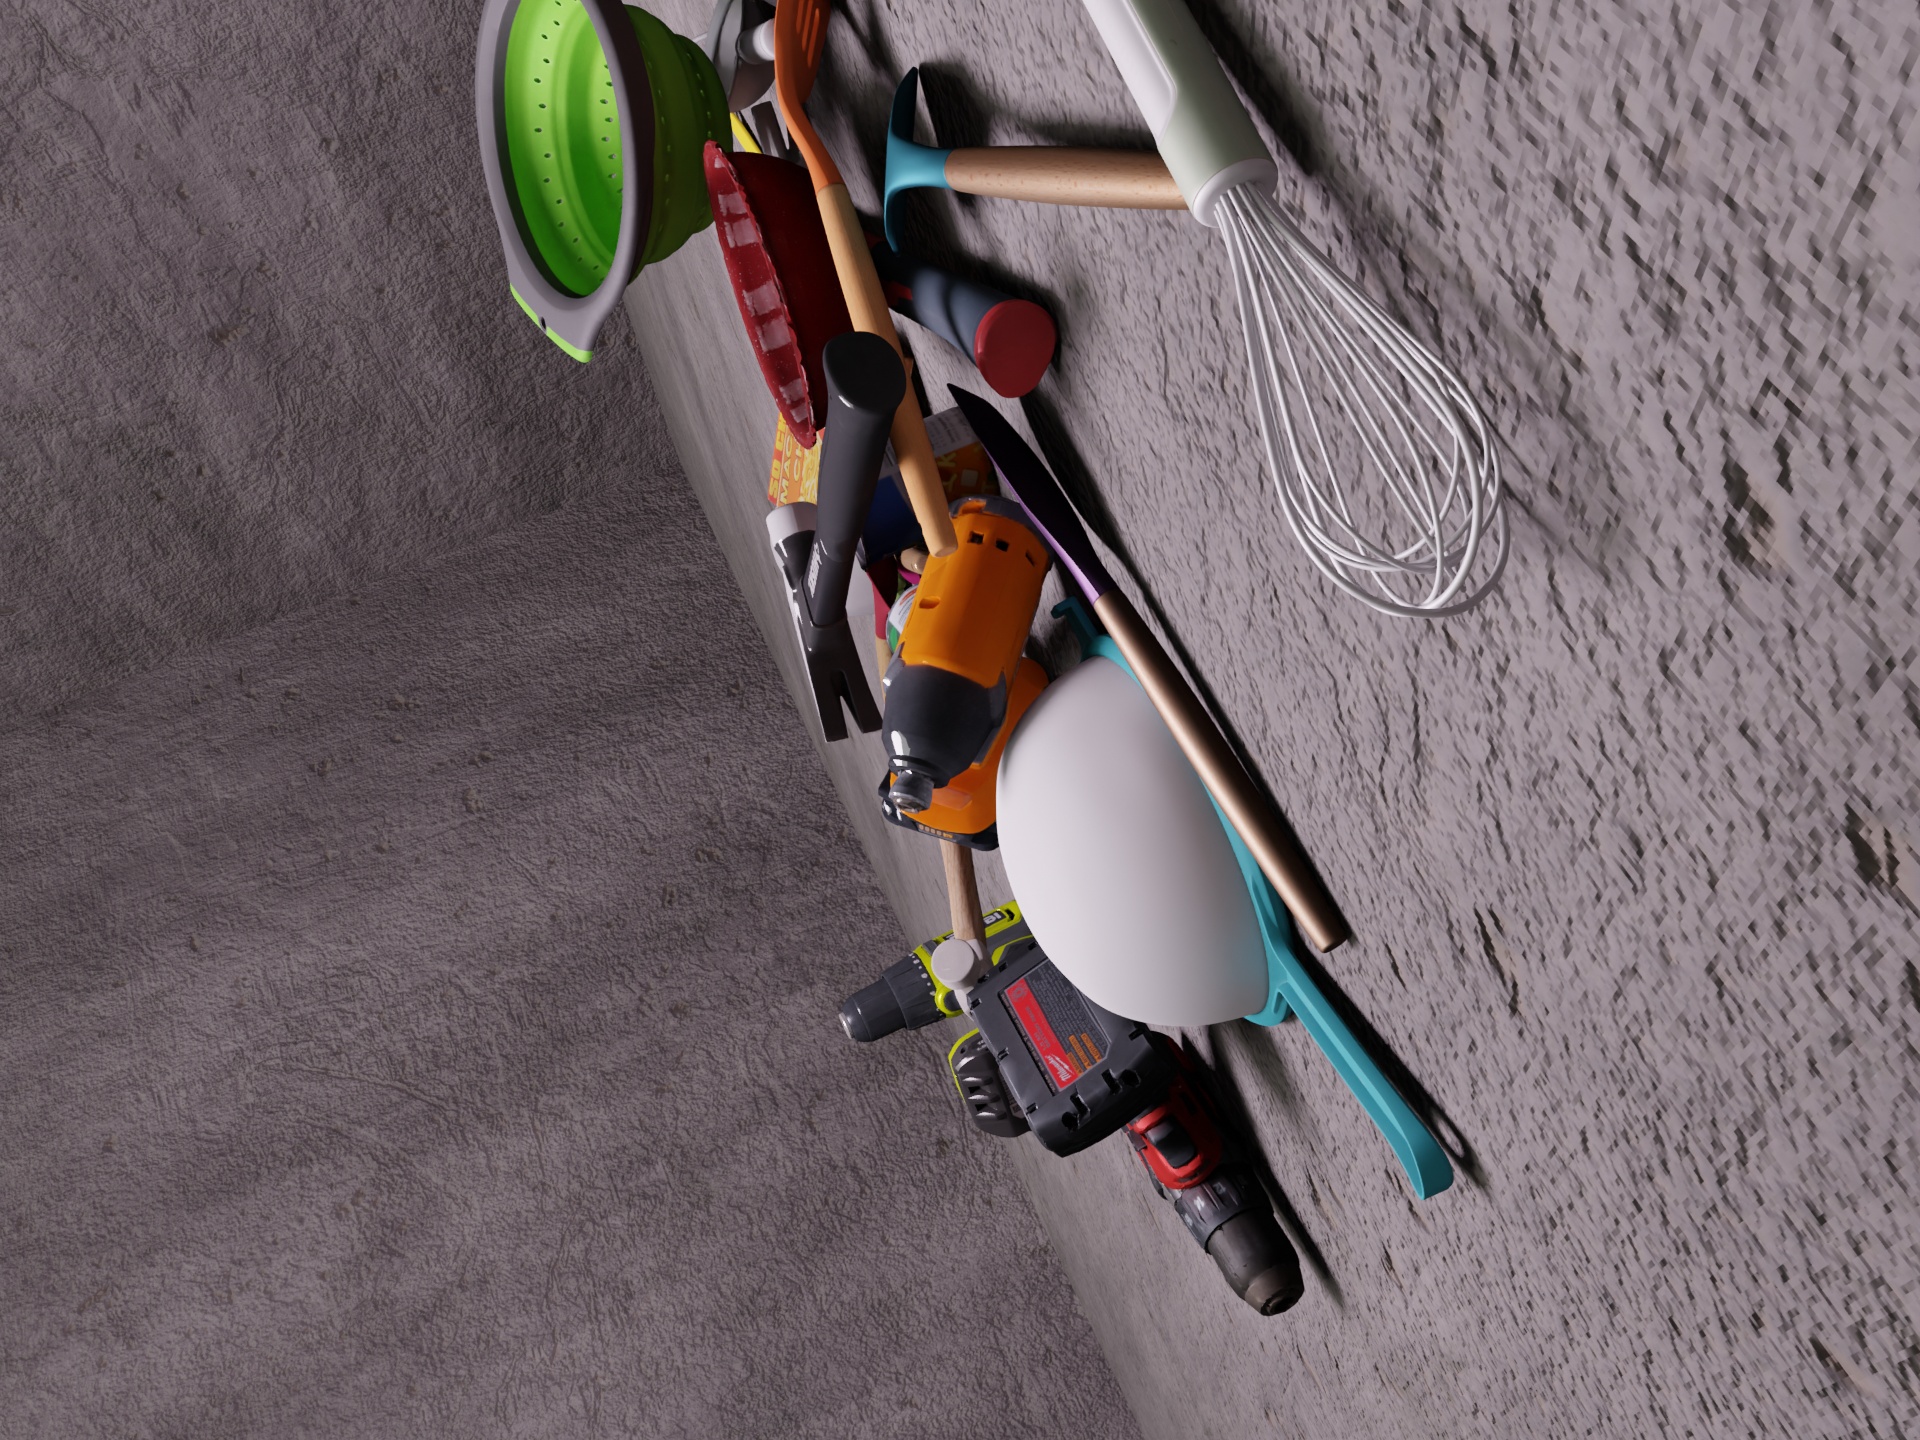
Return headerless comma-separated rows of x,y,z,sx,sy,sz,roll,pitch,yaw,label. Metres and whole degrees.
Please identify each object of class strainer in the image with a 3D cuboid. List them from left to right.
-0.117,-0.377,0.897,0.259,0.050,0.087,-127,46,-65,strainer
-0.100,-0.121,1.289,0.151,0.069,0.256,52,178,-21,strainer
0.095,0.103,0.738,0.341,0.095,0.210,-122,13,-52,strainer

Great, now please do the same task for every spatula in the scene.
-0.044,-0.226,0.732,0.081,0.041,0.323,63,-171,-76,spatula
0.021,-0.205,0.591,0.318,0.044,0.082,-142,55,-58,spatula
0.079,-0.034,0.704,0.059,0.018,0.316,10,-136,-55,spatula

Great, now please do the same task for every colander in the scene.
-0.180,-0.398,0.864,0.205,0.094,0.396,44,137,36,colander

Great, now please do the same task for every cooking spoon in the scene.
-0.040,-0.121,1.150,0.319,0.017,0.068,-129,15,-80,cooking spoon

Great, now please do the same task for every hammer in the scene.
-0.059,-0.092,0.784,0.334,0.035,0.146,121,134,-73,hammer
-0.039,-0.247,0.831,0.387,0.038,0.143,-129,20,-61,hammer
-0.007,0.068,1.180,0.129,0.031,0.332,59,-162,-54,hammer

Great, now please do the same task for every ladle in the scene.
-0.056,-0.052,1.211,0.315,0.031,0.069,85,163,-60,ladle

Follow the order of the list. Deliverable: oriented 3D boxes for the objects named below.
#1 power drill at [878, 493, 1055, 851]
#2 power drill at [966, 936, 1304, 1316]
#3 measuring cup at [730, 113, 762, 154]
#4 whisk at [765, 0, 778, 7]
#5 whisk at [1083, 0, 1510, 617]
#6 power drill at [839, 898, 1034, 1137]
-0.001,-0.003,0.873,0.226,0.084,0.164,89,-161,-70,power drill
0.110,0.231,0.906,0.226,0.080,0.188,48,-173,-46,power drill
-0.152,-0.393,1.151,0.157,0.029,0.062,60,169,29,measuring cup
-0.146,-0.456,0.887,0.296,0.073,0.073,53,165,38,whisk
0.075,-0.133,0.420,0.057,0.059,0.246,113,139,-62,whisk
0.018,0.223,1.215,0.229,0.190,0.080,33,146,67,power drill
